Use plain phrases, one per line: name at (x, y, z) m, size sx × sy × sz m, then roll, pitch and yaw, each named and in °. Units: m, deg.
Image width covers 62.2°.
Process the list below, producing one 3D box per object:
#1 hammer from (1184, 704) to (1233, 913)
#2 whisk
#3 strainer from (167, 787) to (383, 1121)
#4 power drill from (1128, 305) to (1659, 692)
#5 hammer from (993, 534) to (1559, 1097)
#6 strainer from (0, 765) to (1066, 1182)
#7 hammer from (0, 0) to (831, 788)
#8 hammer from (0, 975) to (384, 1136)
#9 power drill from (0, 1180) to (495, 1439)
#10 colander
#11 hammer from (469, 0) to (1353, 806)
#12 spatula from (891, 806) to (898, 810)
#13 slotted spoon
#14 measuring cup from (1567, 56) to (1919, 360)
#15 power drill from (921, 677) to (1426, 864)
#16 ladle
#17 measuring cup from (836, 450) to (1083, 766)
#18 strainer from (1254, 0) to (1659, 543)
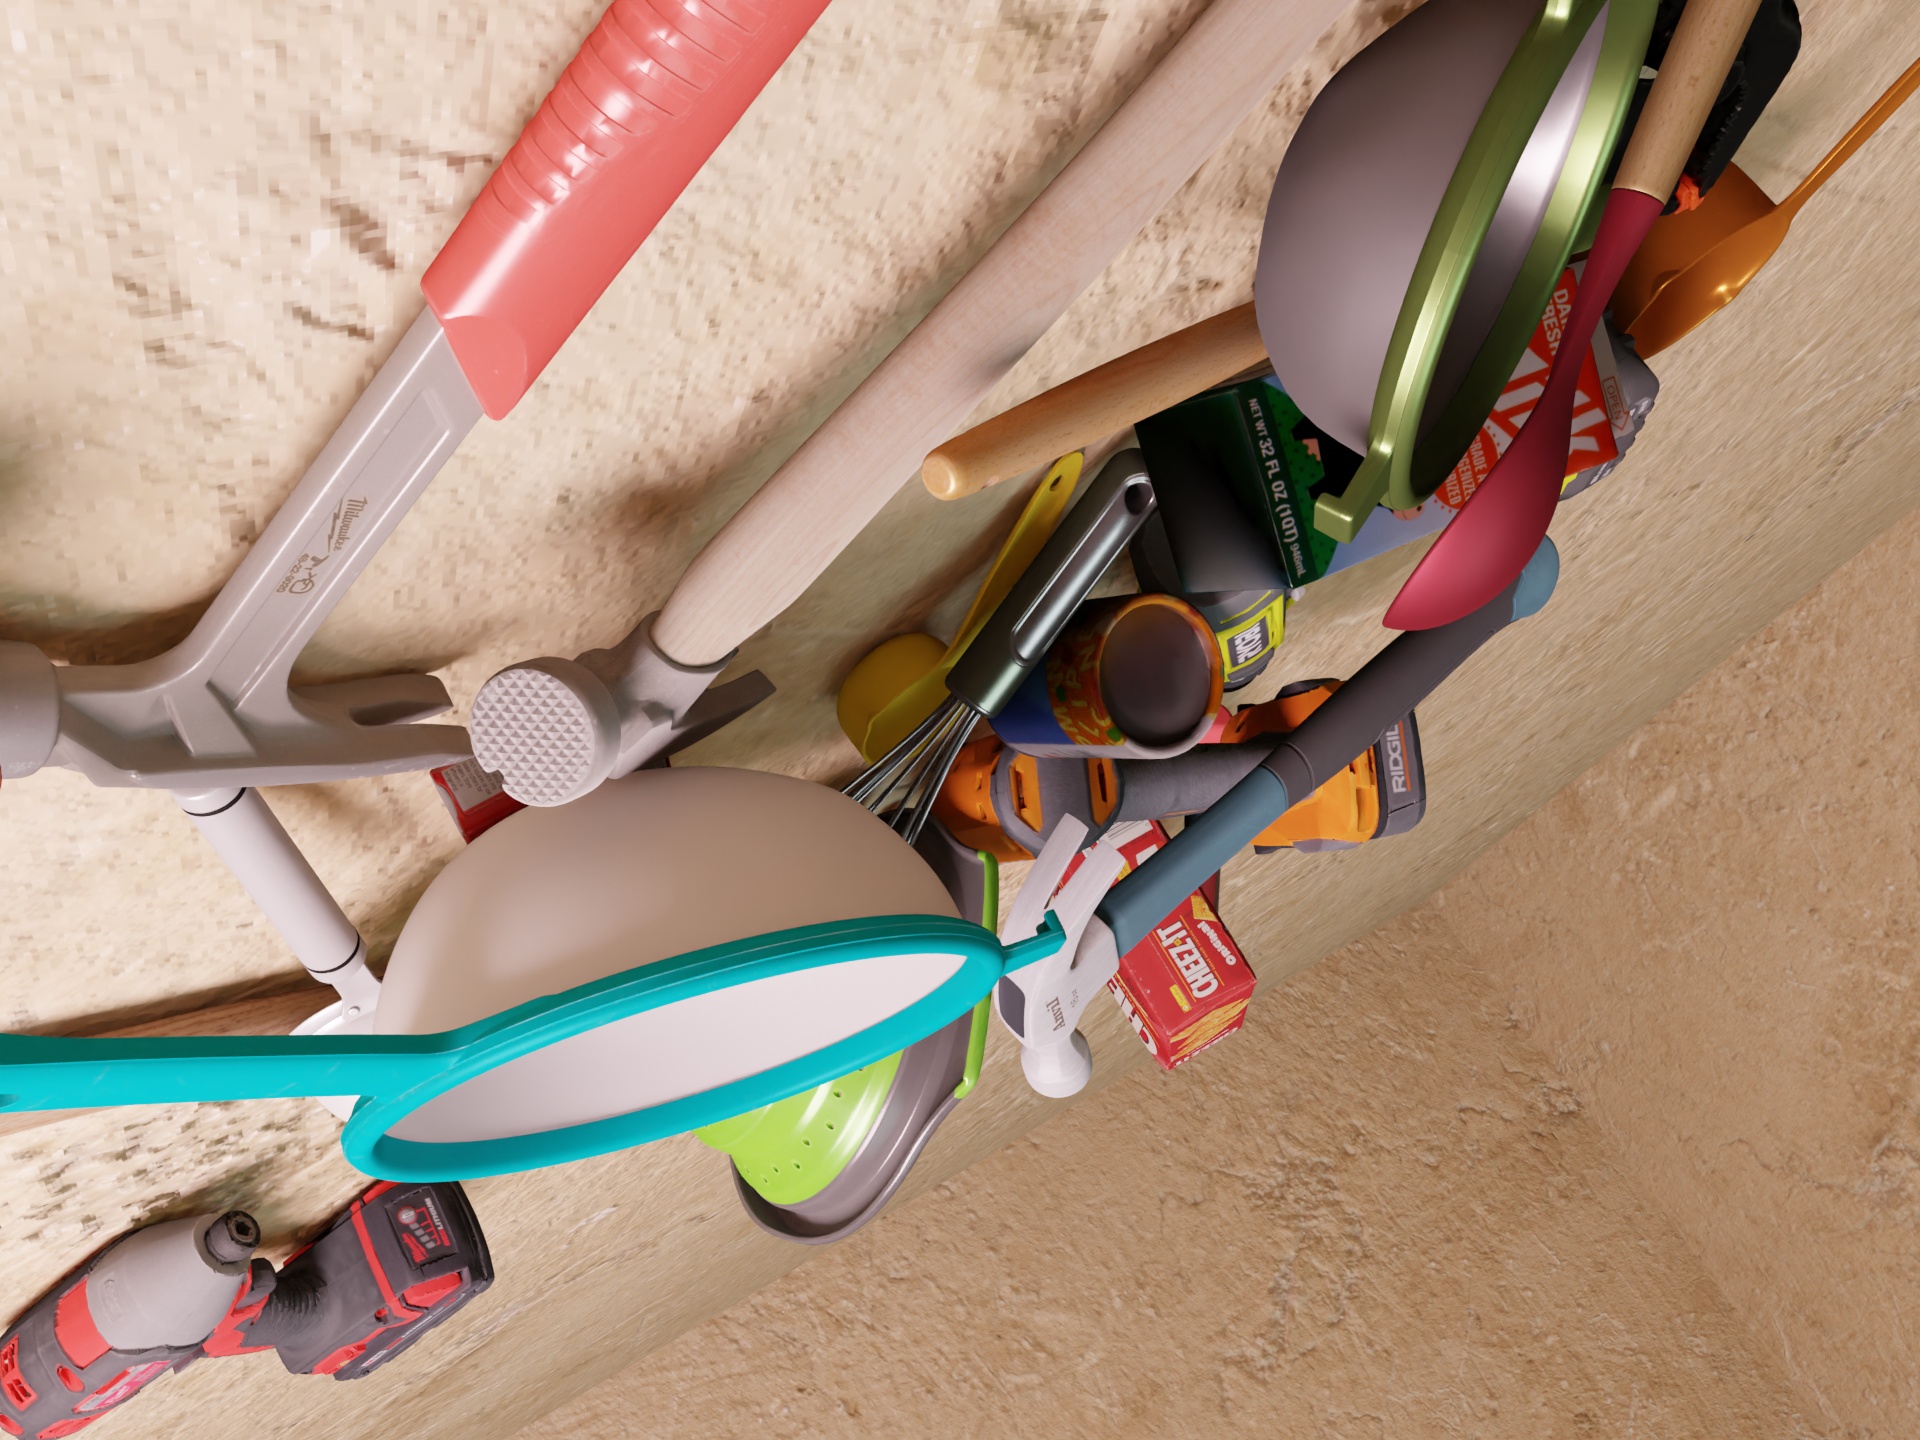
hammer at (0.173, 0.078, 1.138) m, size 0.038 × 0.143 × 0.386 m, roll 2°, pitch 151°, yaw 9°
whisk at (-0.001, -0.002, 0.609) m, size 0.057 × 0.059 × 0.246 m, roll 32°, pitch 98°, yaw -35°
strainer at (-0.202, 0.081, 0.517) m, size 0.087 × 0.050 × 0.258 m, roll -20°, pitch 144°, yaw -11°
power drill at (0.185, -0.094, 0.728) m, size 0.228 × 0.080 × 0.190 m, roll -32°, pitch 163°, yaw 4°
hammer at (0.143, 0.022, 0.687) m, size 0.331 × 0.033 × 0.128 m, roll -38°, pitch 141°, yaw -18°
strainer at (-0.134, 0.063, 0.468) m, size 0.211 × 0.095 × 0.340 m, roll -30°, pitch 156°, yaw 27°
hammer at (-0.077, -0.101, 0.333) m, size 0.359 × 0.037 × 0.149 m, roll -43°, pitch 160°, yaw 26°
hammer at (-0.243, 0.113, 0.598) m, size 0.130 × 0.031 × 0.331 m, roll -44°, pitch 159°, yaw 30°
power drill at (-0.344, 0.282, 0.791) m, size 0.143 × 0.079 × 0.219 m, roll -38°, pitch 158°, yaw 11°
colander at (-0.130, 0.153, 0.786) m, size 0.094 × 0.205 × 0.397 m, roll 21°, pitch 149°, yaw -27°
hammer at (0.035, -0.132, 0.416) m, size 0.410 × 0.038 × 0.146 m, roll -44°, pitch 177°, yaw 18°
spatula at (-0.065, 0.139, 0.944) m, size 0.081 × 0.041 × 0.322 m, roll -23°, pitch 158°, yaw -27°
slotted spoon at (0.093, -0.123, 0.492) m, size 0.314 × 0.031 × 0.070 m, roll -32°, pitch 174°, yaw -42°
measuring cup at (0.324, -0.228, 0.661) m, size 0.095 × 0.052 × 0.173 m, roll -12°, pitch 150°, yaw -48°
power drill at (0.094, 0.032, 0.795) m, size 0.226 × 0.084 × 0.164 m, roll -4°, pitch 174°, yaw -21°
ladle at (0.191, -0.165, 0.425) m, size 0.315 × 0.031 × 0.069 m, roll -69°, pitch 163°, yaw 12°
measuring cup at (-0.001, -0.048, 0.627) m, size 0.062 × 0.029 × 0.156 m, roll -7°, pitch 136°, yaw -52°
strainer at (0.146, -0.153, 0.469) m, size 0.256 × 0.069 × 0.151 m, roll -33°, pitch 145°, yaw -57°
